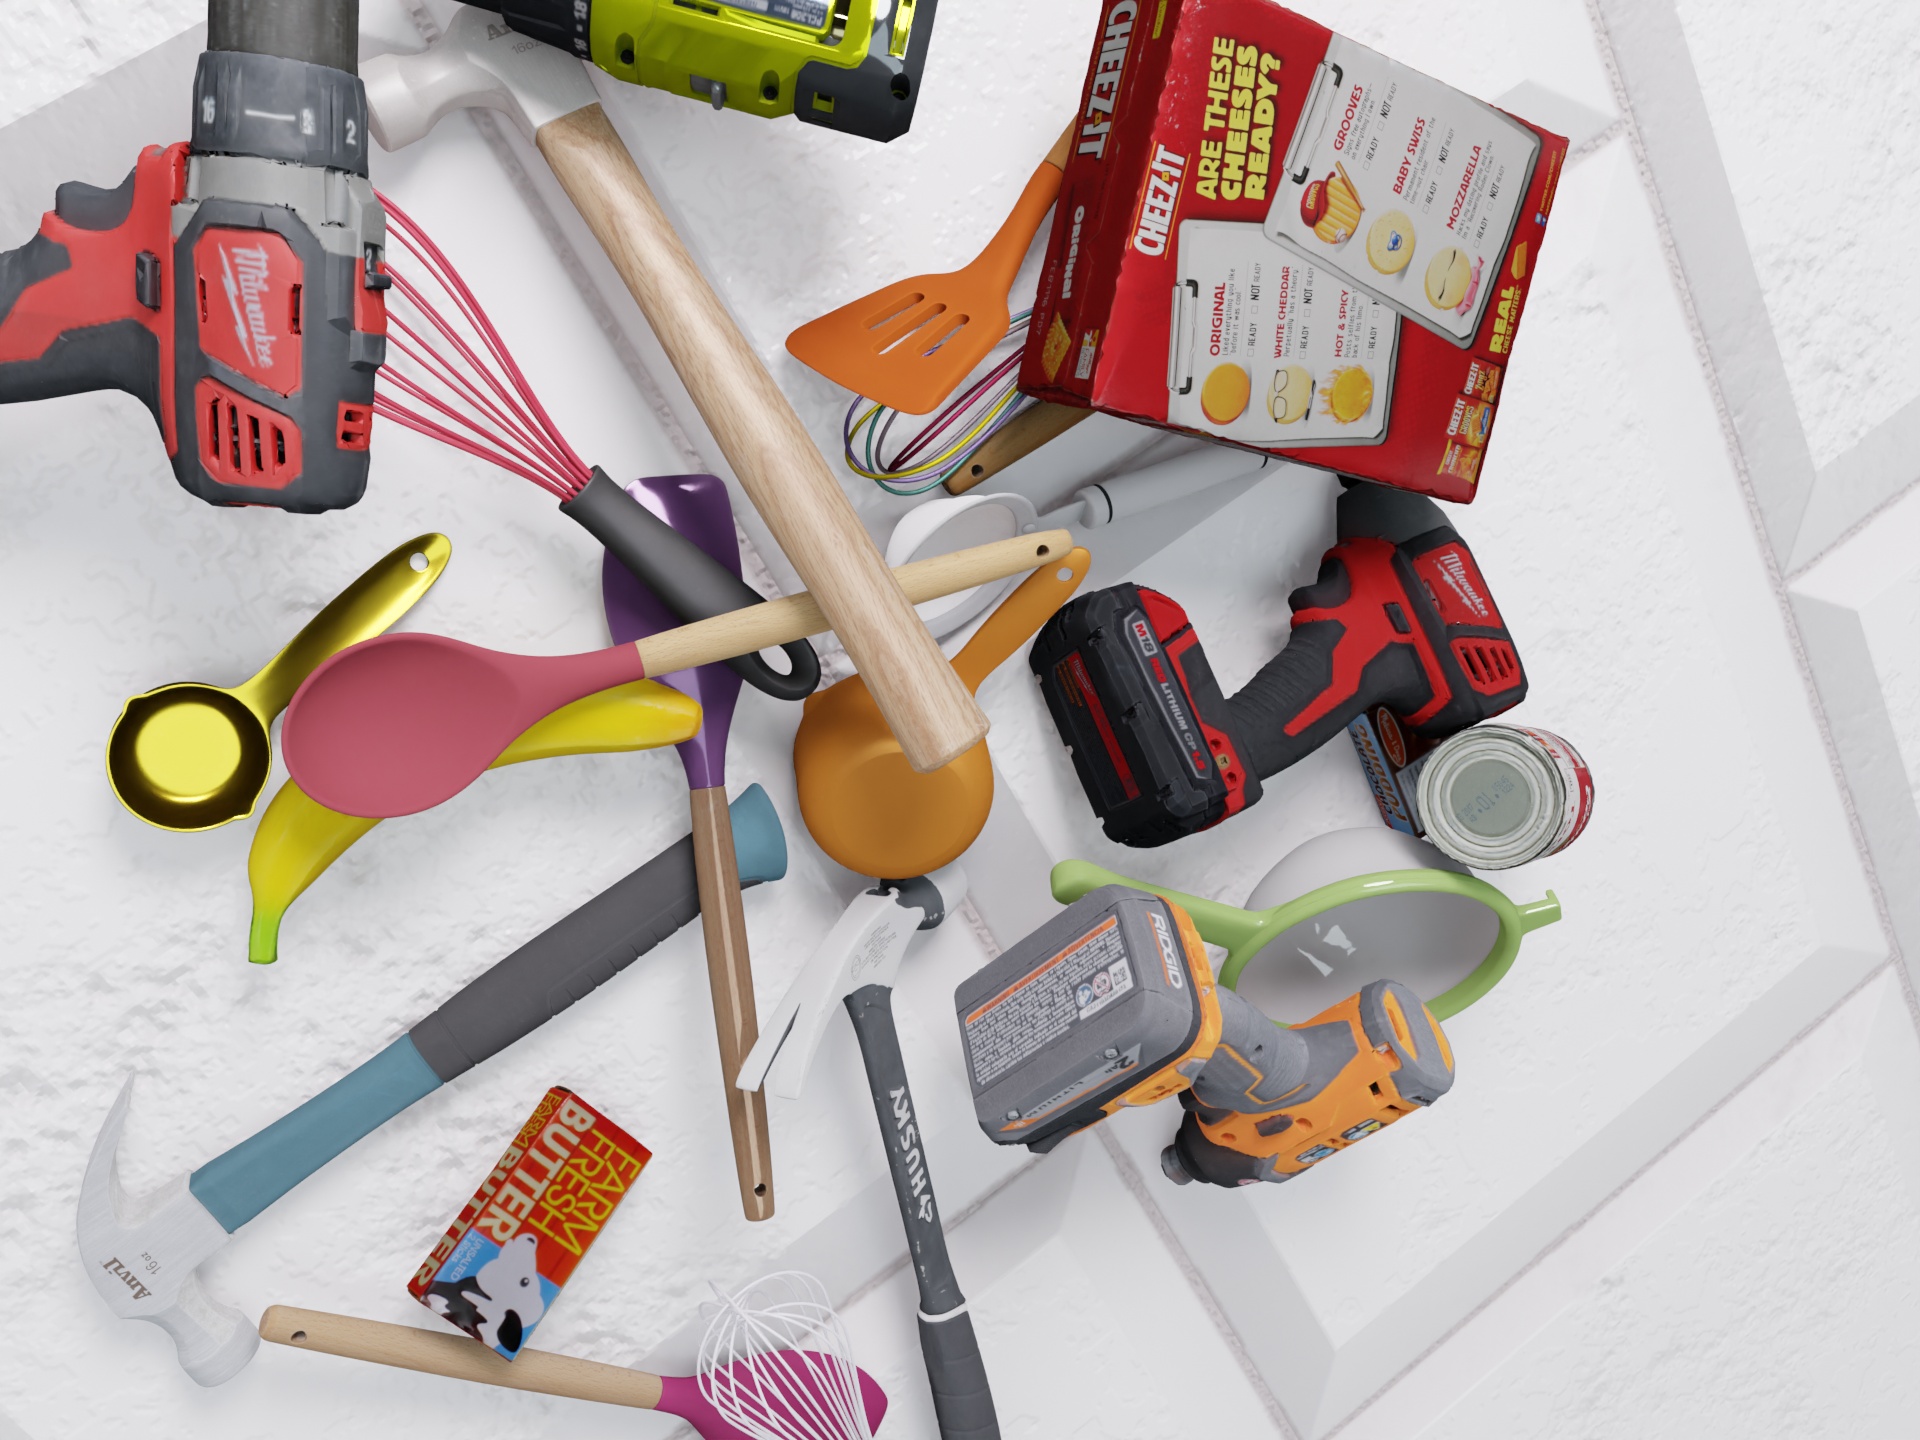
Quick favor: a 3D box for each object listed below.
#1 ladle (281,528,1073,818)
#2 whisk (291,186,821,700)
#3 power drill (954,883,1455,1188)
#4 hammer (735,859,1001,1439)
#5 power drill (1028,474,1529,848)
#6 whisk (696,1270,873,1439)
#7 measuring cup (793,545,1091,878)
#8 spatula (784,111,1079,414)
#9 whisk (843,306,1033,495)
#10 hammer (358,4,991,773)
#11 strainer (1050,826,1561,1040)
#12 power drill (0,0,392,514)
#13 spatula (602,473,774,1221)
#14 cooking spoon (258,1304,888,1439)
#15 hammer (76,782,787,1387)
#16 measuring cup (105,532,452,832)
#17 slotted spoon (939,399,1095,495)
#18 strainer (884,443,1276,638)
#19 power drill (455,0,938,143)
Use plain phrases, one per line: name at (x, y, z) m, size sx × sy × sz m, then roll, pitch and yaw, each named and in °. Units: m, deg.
ladle at (-0.100, -0.032, 0.622) m, size 0.315 × 0.031 × 0.069 m, roll -17°, pitch 111°, yaw -15°
whisk at (-0.163, -0.102, 0.613) m, size 0.295 × 0.073 × 0.073 m, roll 42°, pitch 85°, yaw -25°
power drill at (0.106, 0.166, 0.749) m, size 0.226 × 0.084 × 0.164 m, roll 24°, pitch 129°, yaw -37°
hammer at (-0.013, 0.271, 0.759) m, size 0.149 × 0.036 × 0.408 m, roll -42°, pitch 128°, yaw -50°
power drill at (0.152, -0.037, 0.745) m, size 0.219 × 0.078 × 0.143 m, roll -21°, pitch 84°, yaw -21°
whisk at (-0.052, 0.355, 0.763) m, size 0.070 × 0.070 × 0.284 m, roll -32°, pitch 125°, yaw -12°
measuring cup at (-0.001, -0.002, 0.682) m, size 0.095 × 0.052 × 0.173 m, roll 35°, pitch 111°, yaw -24°
spatula at (0.052, -0.257, 0.677) m, size 0.322 × 0.081 × 0.041 m, roll -54°, pitch 152°, yaw -7°
whisk at (0.050, -0.176, 0.699) m, size 0.245 × 0.047 × 0.051 m, roll -38°, pitch 112°, yaw -13°
hammer at (-0.086, -0.129, 0.606) m, size 0.130 × 0.031 × 0.331 m, roll -33°, pitch 94°, yaw -17°
strainer at (0.152, 0.087, 0.780) m, size 0.256 × 0.069 × 0.151 m, roll 17°, pitch 133°, yaw -24°
power drill at (-0.294, -0.168, 0.500) m, size 0.226 × 0.080 × 0.188 m, roll 6°, pitch 102°, yaw -2°
spatula at (-0.106, 0.054, 0.670) m, size 0.059 × 0.018 × 0.316 m, roll -8°, pitch 91°, yaw -20°
cooking spoon at (-0.162, 0.304, 0.728) m, size 0.318 × 0.017 × 0.069 m, roll 27°, pitch 92°, yaw -32°
hammer at (-0.213, 0.135, 0.673) m, size 0.331 × 0.033 × 0.128 m, roll -34°, pitch 114°, yaw -11°
measuring cup at (-0.263, -0.021, 0.625) m, size 0.156 × 0.029 × 0.062 m, roll -46°, pitch 115°, yaw -19°
slotted spoon at (0.122, -0.190, 0.734) m, size 0.314 × 0.031 × 0.070 m, roll -34°, pitch 113°, yaw -10°
strainer at (0.052, -0.095, 0.720) m, size 0.258 × 0.050 × 0.086 m, roll -22°, pitch 151°, yaw -23°
power drill at (-0.087, -0.336, 0.561) m, size 0.190 × 0.080 × 0.228 m, roll 13°, pitch 91°, yaw -7°
